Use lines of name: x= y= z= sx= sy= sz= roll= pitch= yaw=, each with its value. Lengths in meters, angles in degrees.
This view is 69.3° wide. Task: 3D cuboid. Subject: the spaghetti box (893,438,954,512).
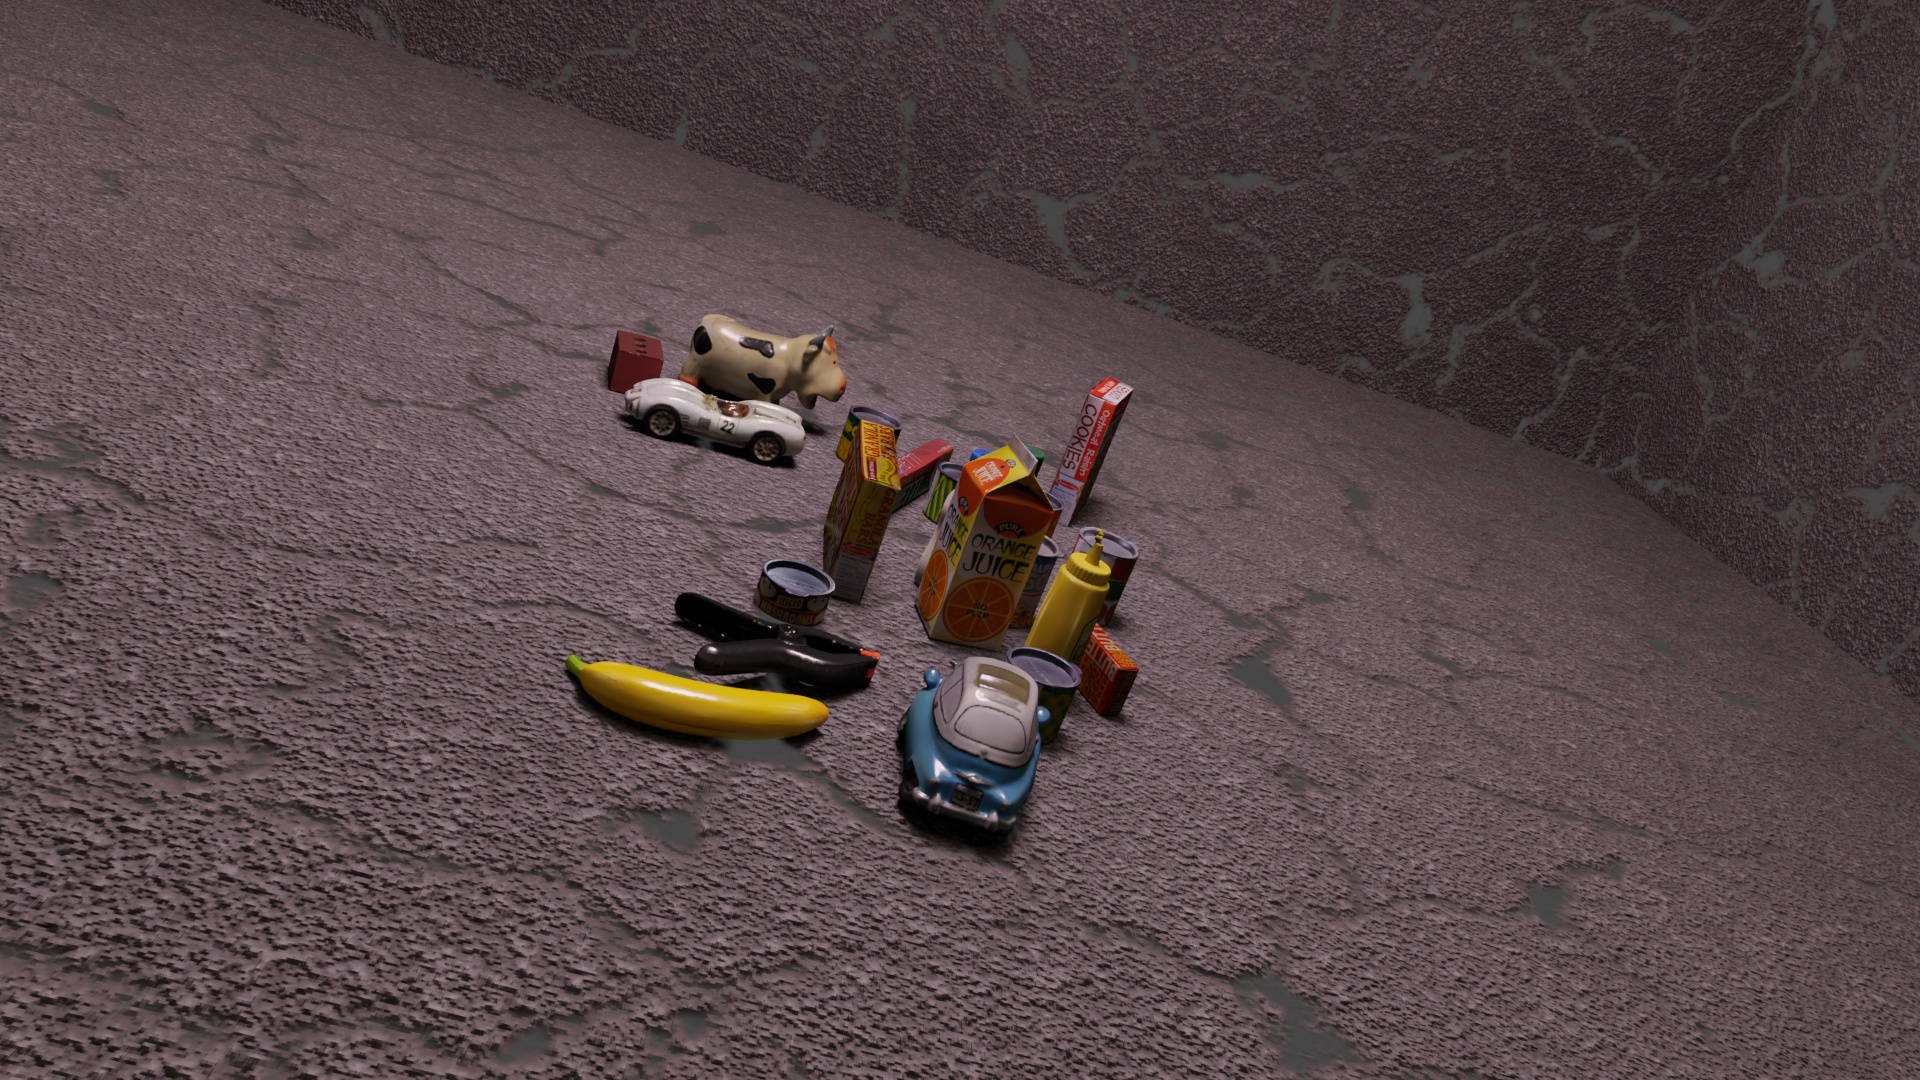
spaghetti box: x=-0.066 y=-0.066 z=1.562 sx=0.029 sy=0.050 sz=0.251 roll=25 pitch=21 yaw=11

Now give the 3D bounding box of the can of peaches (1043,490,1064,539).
can of peaches: x=0.077 y=-0.024 z=1.581 sx=0.071 sy=0.057 sz=0.071 roll=18 pitch=20 yaw=-7

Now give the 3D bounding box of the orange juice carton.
orange juice carton: x=0.027 y=-0.001 z=1.283 sx=0.073 sy=0.192 sz=0.072 roll=13 pitch=21 yaw=-21

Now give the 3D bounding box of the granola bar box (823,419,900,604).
granola bar box: x=-0.097 y=-0.031 z=1.338 sx=0.039 sy=0.123 sz=0.166 roll=16 pitch=21 yaw=-12

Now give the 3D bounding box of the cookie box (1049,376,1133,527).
cookie box: x=0.157 y=-0.112 z=1.723 sx=0.040 sy=0.166 sz=0.123 roll=24 pitch=20 yaw=9

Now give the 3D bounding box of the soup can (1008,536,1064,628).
soup can: x=0.056 y=0.037 z=1.371 sx=0.071 sy=0.083 sz=0.071 roll=18 pitch=20 yaw=-7

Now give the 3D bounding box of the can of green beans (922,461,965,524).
can of green beans: x=-0.003 y=-0.049 z=1.568 sx=0.071 sy=0.057 sz=0.071 roll=18 pitch=20 yaw=-7

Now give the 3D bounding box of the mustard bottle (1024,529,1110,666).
mustard bottle: x=0.098 y=0.063 z=1.235 sx=0.049 sy=0.159 sz=0.065 roll=27 pitch=21 yaw=16

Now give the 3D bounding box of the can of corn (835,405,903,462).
can of corn: x=-0.108 y=-0.119 z=1.643 sx=0.071 sy=0.058 sz=0.071 roll=18 pitch=20 yaw=-7

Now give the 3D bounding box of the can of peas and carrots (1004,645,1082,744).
can of peas and carrots: x=0.063 y=0.131 z=1.177 sx=0.071 sy=0.058 sz=0.071 roll=18 pitch=20 yaw=-7

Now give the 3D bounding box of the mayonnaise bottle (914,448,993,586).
mayonnaise bottle: x=0.005 y=-0.017 z=1.366 sx=0.065 sy=0.147 sz=0.041 roll=-2 pitch=30 yaw=-46

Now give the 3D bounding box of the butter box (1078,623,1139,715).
butter box: x=0.123 y=0.113 z=1.287 sx=0.024 sy=0.053 sz=0.104 roll=8 pitch=24 yaw=-31

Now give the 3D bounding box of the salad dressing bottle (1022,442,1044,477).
salad dressing bottle: x=0.045 y=-0.028 z=1.433 sx=0.064 sy=0.147 sz=0.044 roll=28 pitch=21 yaw=18

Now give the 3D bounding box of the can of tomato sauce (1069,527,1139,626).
can of tomato sauce: x=0.142 y=0.038 z=1.451 sx=0.071 sy=0.082 sz=0.071 roll=18 pitch=20 yaw=-7

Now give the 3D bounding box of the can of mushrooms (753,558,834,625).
can of mushrooms: x=-0.147 y=0.046 z=1.226 sx=0.071 sy=0.033 sz=0.071 roll=18 pitch=20 yaw=-7
